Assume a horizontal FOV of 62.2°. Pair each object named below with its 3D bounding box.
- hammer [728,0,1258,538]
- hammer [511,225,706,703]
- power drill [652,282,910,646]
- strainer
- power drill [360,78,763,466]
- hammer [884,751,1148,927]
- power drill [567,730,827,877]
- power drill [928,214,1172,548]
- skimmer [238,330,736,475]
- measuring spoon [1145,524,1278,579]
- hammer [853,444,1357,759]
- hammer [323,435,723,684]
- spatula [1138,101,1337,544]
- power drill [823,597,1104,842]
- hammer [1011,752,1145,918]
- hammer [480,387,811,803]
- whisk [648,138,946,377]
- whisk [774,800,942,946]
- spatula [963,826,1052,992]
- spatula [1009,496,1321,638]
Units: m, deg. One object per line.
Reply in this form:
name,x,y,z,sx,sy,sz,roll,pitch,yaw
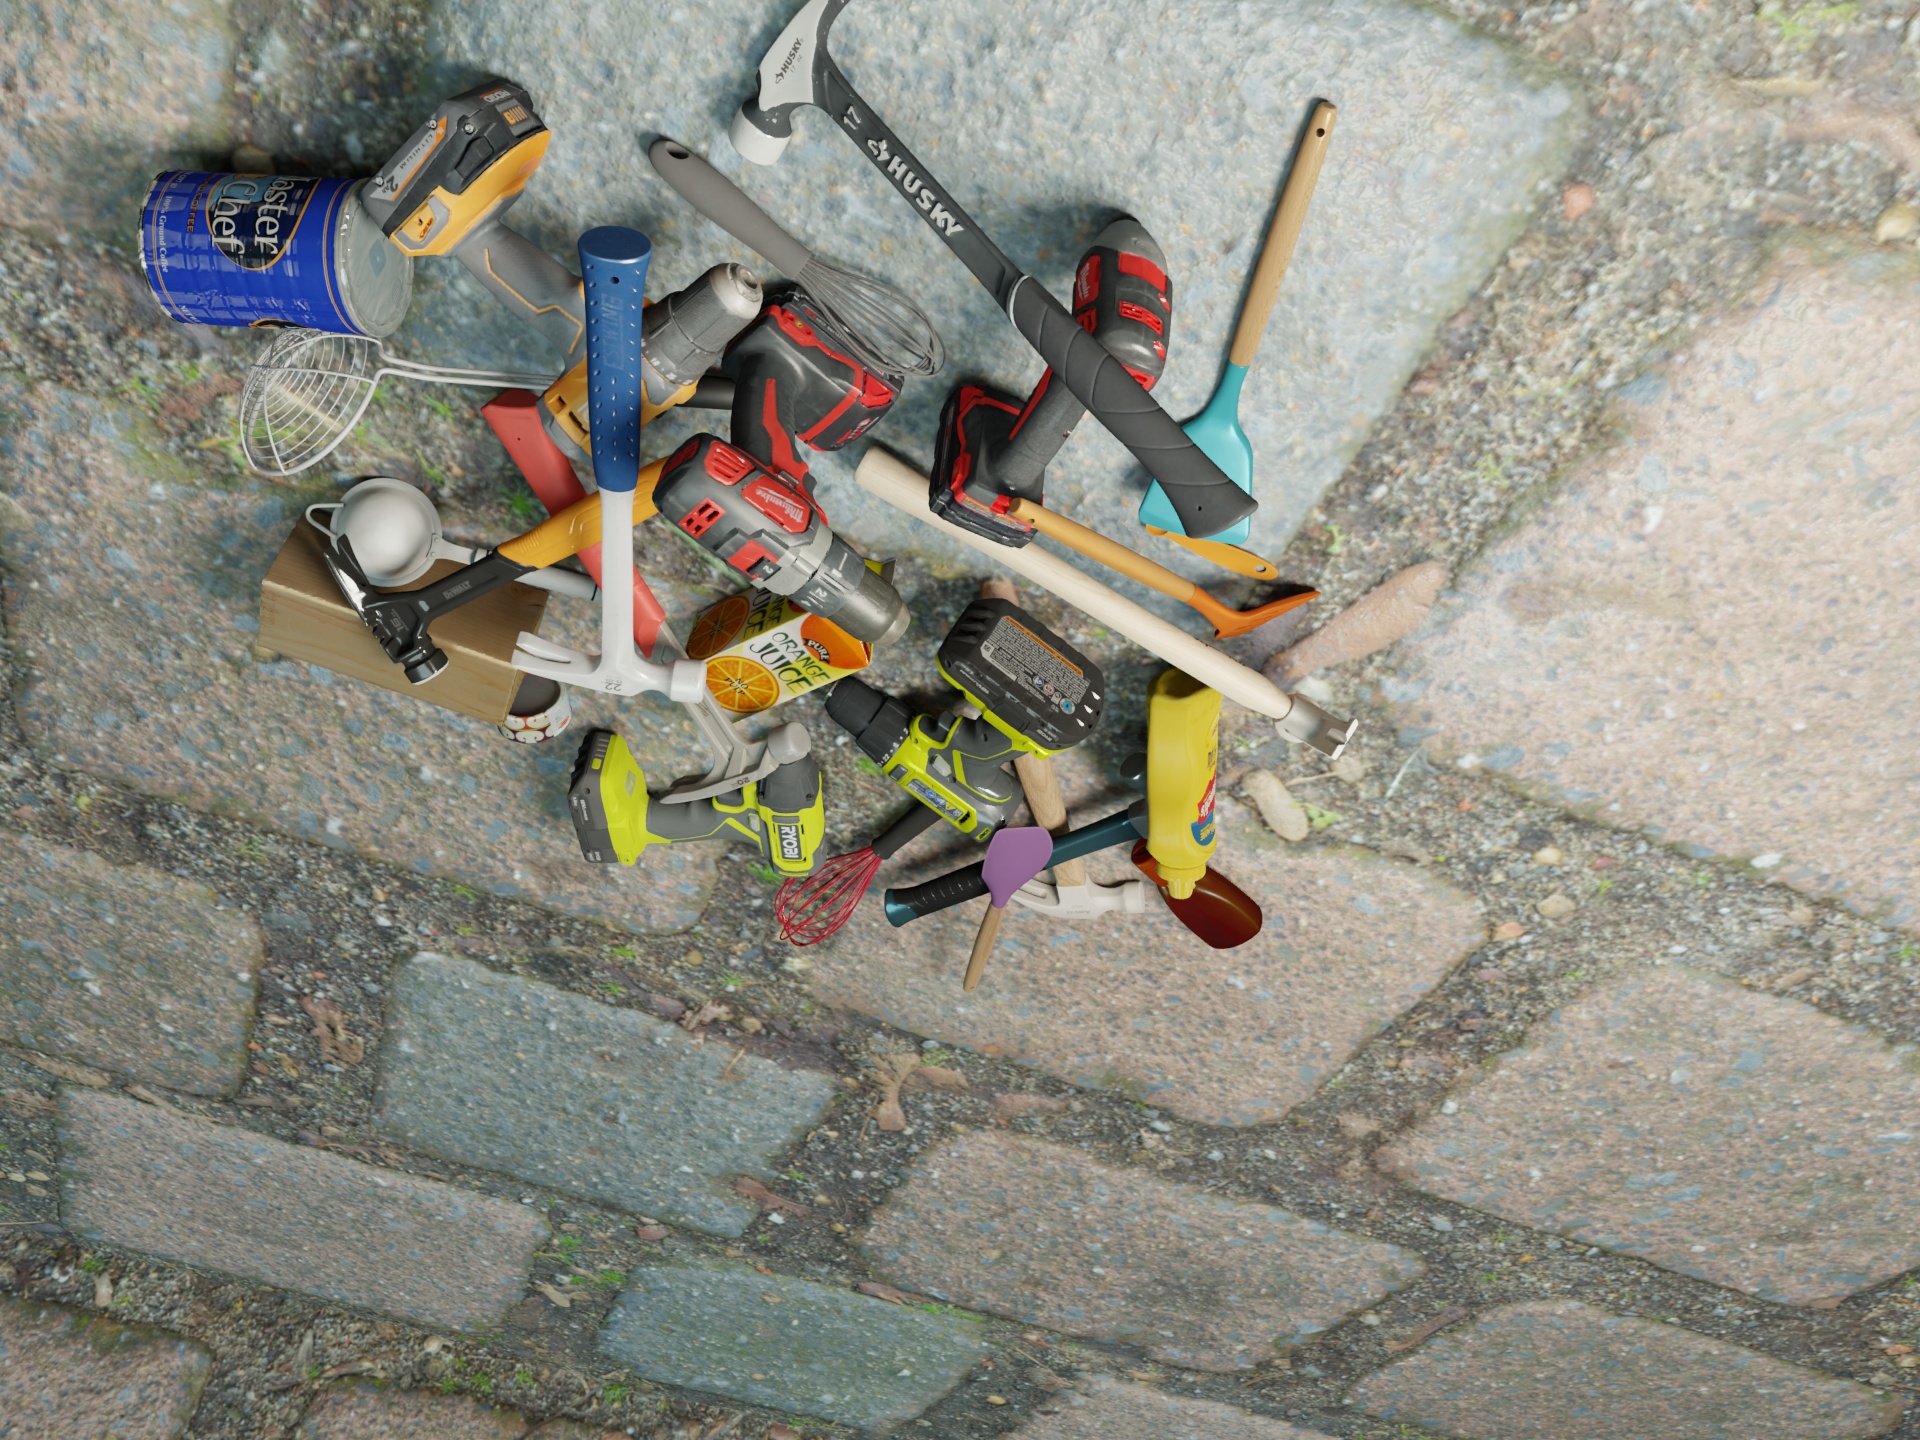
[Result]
hammer,0.027,-0.264,0.934,0.409,0.036,0.149,49,131,8
hammer,-0.238,-0.152,1.075,0.144,0.035,0.405,7,141,-6
power drill,-0.099,-0.167,1.071,0.187,0.227,0.080,36,131,-26
strainer,-0.396,-0.134,1.287,0.258,0.050,0.087,14,94,-19
power drill,-0.250,-0.297,1.027,0.185,0.084,0.226,-29,109,31
hammer,0.063,0.128,1.459,0.331,0.033,0.128,-23,127,29
power drill,-0.239,0.072,1.470,0.223,0.080,0.171,2,138,2
power drill,0.064,-0.227,1.054,0.078,0.143,0.219,21,143,-19
skimmer,-0.328,-0.226,1.144,0.363,0.127,0.090,1,148,-13
measuring spoon,0.194,-0.134,1.221,0.116,0.011,0.021,20,137,-17
hammer,0.105,-0.088,1.176,0.410,0.146,0.038,30,94,-4
hammer,-0.316,-0.138,1.186,0.337,0.034,0.127,-21,114,20
spatula,0.195,-0.256,1.062,0.082,0.044,0.317,13,136,1
power drill,-0.002,-0.004,1.313,0.190,0.080,0.228,37,144,-6
hammer,0.075,0.075,1.448,0.130,0.031,0.331,-6,135,15
hammer,-0.266,-0.093,1.249,0.149,0.037,0.358,-18,115,28
whisk,-0.106,-0.307,1.061,0.238,0.055,0.055,35,132,-19
whisk,-0.088,0.132,1.522,0.073,0.073,0.295,32,128,-23
spatula,0.034,0.181,1.481,0.059,0.018,0.315,-2,146,-12
spatula,0.147,-0.108,1.149,0.081,0.041,0.322,-28,146,36
